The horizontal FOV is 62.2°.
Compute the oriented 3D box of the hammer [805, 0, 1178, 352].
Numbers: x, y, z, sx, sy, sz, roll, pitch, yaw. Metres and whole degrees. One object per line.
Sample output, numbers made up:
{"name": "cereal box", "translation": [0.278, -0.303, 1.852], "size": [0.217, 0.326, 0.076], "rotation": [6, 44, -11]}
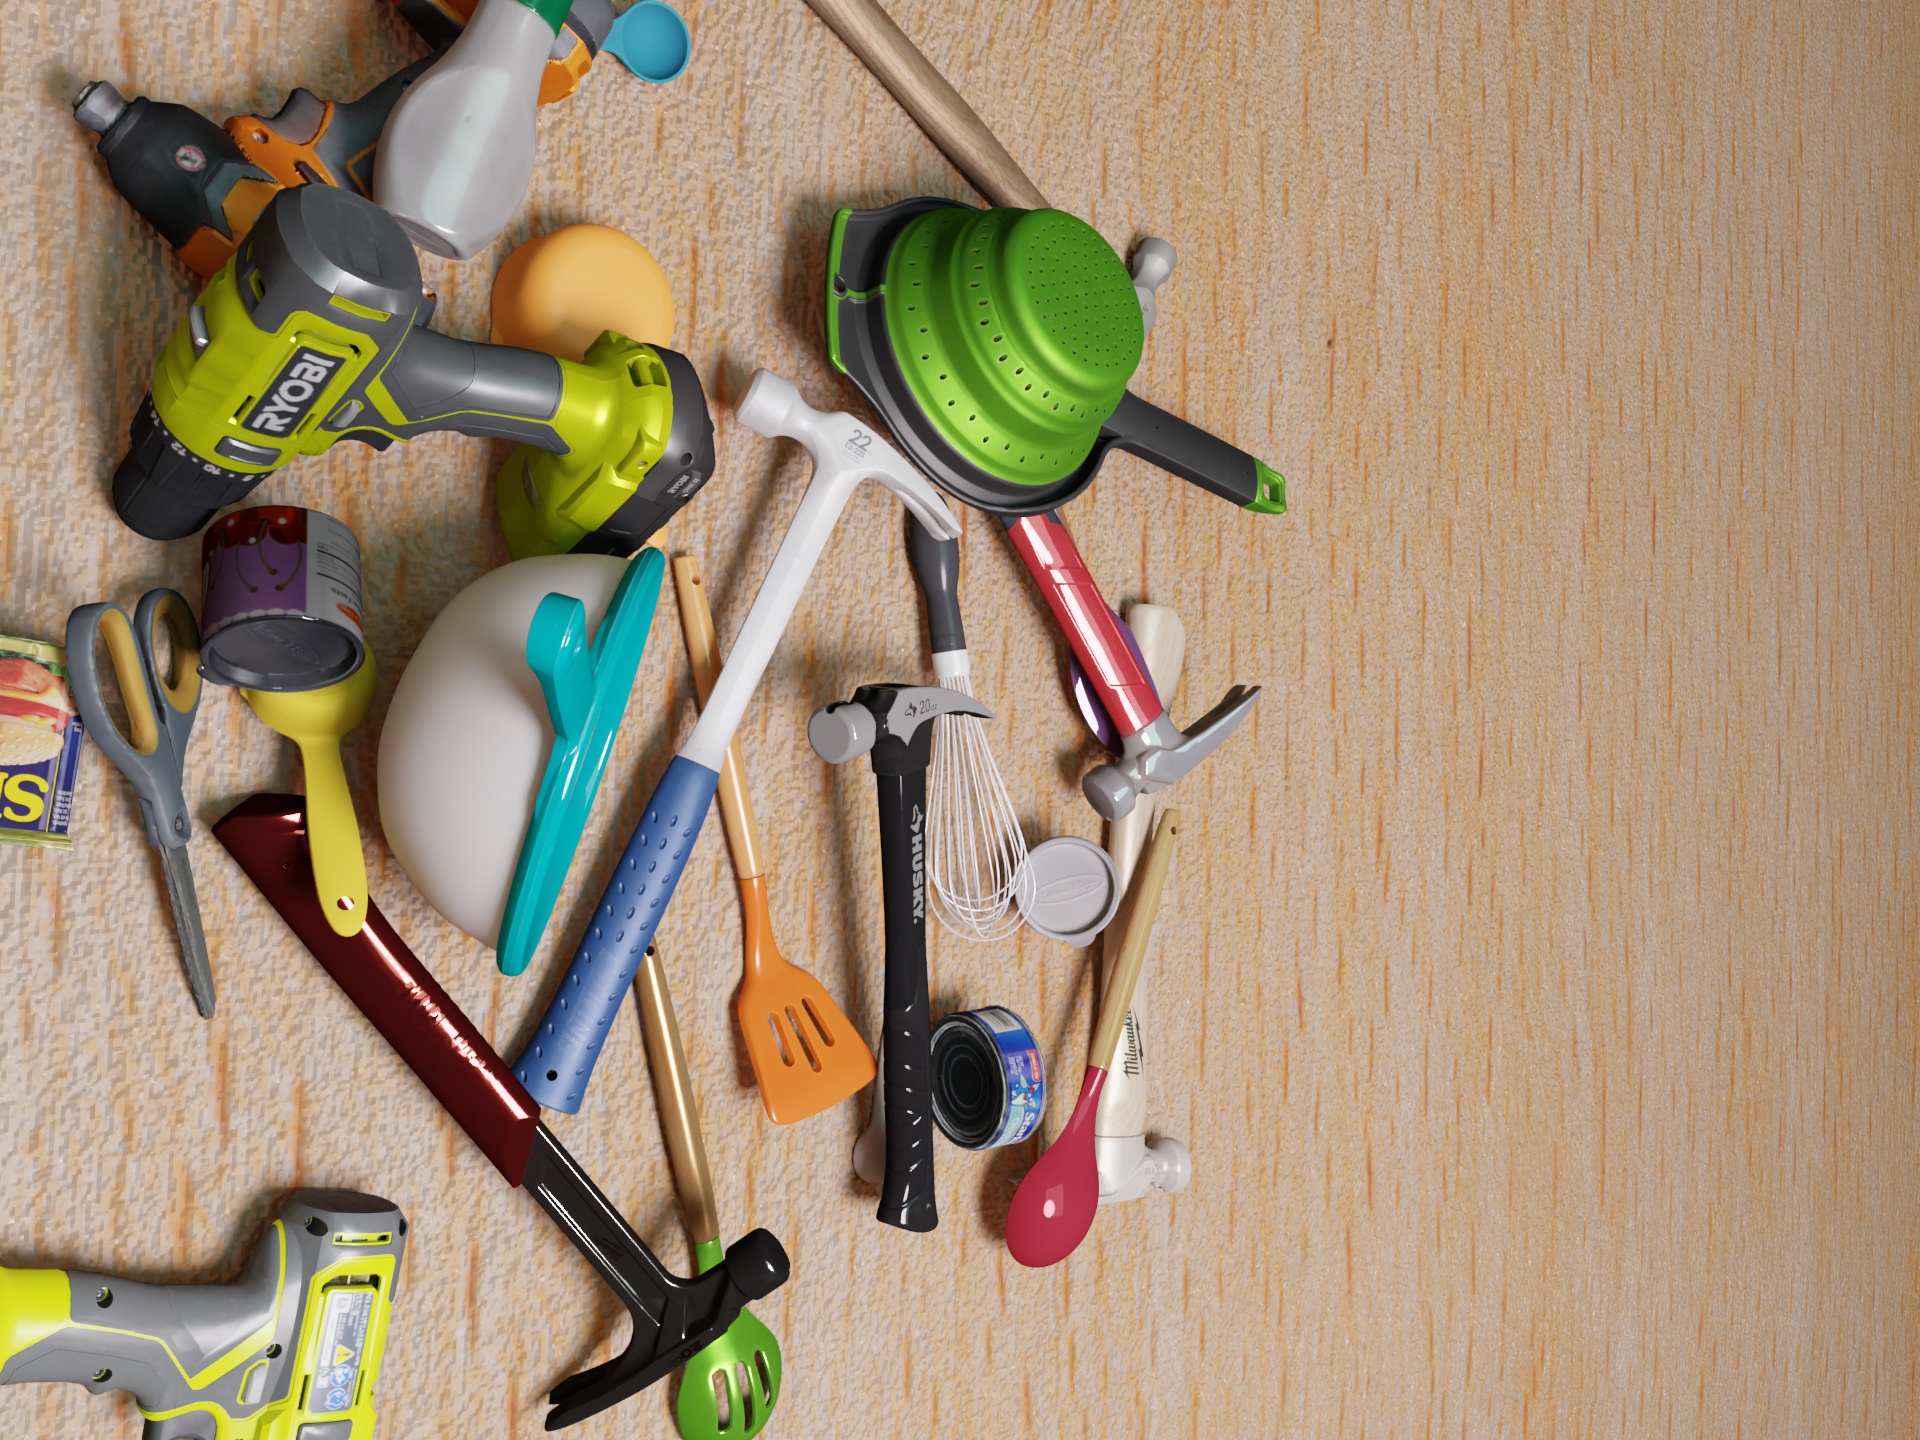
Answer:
{"name": "hammer", "translation": [0.017, -0.354, 1.021], "size": [0.331, 0.031, 0.130], "rotation": [39, 66, -33]}

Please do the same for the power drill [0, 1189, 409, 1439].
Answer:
{"name": "power drill", "translation": [-0.359, 0.292, 0.676], "size": [0.223, 0.080, 0.171], "rotation": [16, 80, -42]}

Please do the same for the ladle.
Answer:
{"name": "ladle", "translation": [0.098, 0.205, 1.051], "size": [0.069, 0.031, 0.315], "rotation": [30, 70, -33]}

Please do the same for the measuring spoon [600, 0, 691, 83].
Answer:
{"name": "measuring spoon", "translation": [-0.207, -0.365, 0.845], "size": [0.128, 0.021, 0.042], "rotation": [-6, 106, -31]}

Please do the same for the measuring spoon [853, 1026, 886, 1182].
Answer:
{"name": "measuring spoon", "translation": [-0.040, 0.224, 0.982], "size": [0.034, 0.018, 0.124], "rotation": [16, 79, -39]}

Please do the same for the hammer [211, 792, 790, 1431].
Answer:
{"name": "hammer", "translation": [-0.242, 0.188, 0.779], "size": [0.149, 0.037, 0.359], "rotation": [-33, 107, 2]}

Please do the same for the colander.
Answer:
{"name": "colander", "translation": [0.101, -0.211, 0.980], "size": [0.396, 0.094, 0.205], "rotation": [16, 65, -38]}

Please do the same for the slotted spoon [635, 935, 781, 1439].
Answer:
{"name": "slotted spoon", "translation": [-0.149, 0.265, 0.886], "size": [0.070, 0.031, 0.313], "rotation": [-16, 99, -39]}

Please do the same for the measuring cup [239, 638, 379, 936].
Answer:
{"name": "measuring cup", "translation": [-0.286, 0.021, 0.719], "size": [0.062, 0.029, 0.157], "rotation": [-4, 63, -30]}

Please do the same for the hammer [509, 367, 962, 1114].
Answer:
{"name": "hammer", "translation": [-0.132, 0.017, 0.862], "size": [0.144, 0.035, 0.405], "rotation": [28, 78, -18]}

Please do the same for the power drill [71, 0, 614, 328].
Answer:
{"name": "power drill", "translation": [-0.281, -0.290, 0.736], "size": [0.164, 0.084, 0.226], "rotation": [39, 71, -34]}

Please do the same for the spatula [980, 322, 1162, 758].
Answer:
{"name": "spatula", "translation": [0.064, -0.120, 1.053], "size": [0.060, 0.018, 0.316], "rotation": [-27, 102, -22]}

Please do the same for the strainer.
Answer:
{"name": "strainer", "translation": [-0.202, -0.007, 0.683], "size": [0.095, 0.340, 0.211], "rotation": [18, 75, -7]}

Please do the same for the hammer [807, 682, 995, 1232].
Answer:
{"name": "hammer", "translation": [-0.029, 0.141, 0.922], "size": [0.146, 0.035, 0.334], "rotation": [-20, 112, -57]}

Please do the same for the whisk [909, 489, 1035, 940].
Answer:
{"name": "whisk", "translation": [0.000, -0.003, 0.993], "size": [0.070, 0.070, 0.284], "rotation": [-8, 90, -40]}

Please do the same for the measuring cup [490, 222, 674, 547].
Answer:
{"name": "measuring cup", "translation": [-0.179, -0.175, 0.839], "size": [0.095, 0.052, 0.173], "rotation": [-30, 107, -36]}

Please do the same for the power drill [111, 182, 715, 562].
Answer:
{"name": "power drill", "translation": [-0.246, -0.130, 0.722], "size": [0.228, 0.190, 0.080], "rotation": [10, 52, -49]}

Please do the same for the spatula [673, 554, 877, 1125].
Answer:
{"name": "spatula", "translation": [-0.117, 0.065, 0.902], "size": [0.081, 0.041, 0.322], "rotation": [-18, 101, -42]}

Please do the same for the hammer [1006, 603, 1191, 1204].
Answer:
{"name": "hammer", "translation": [0.109, 0.123, 1.099], "size": [0.146, 0.038, 0.411], "rotation": [7, 85, -39]}

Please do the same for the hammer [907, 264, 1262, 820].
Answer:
{"name": "hammer", "translation": [0.059, -0.131, 1.019], "size": [0.143, 0.038, 0.386], "rotation": [-36, 107, -20]}
